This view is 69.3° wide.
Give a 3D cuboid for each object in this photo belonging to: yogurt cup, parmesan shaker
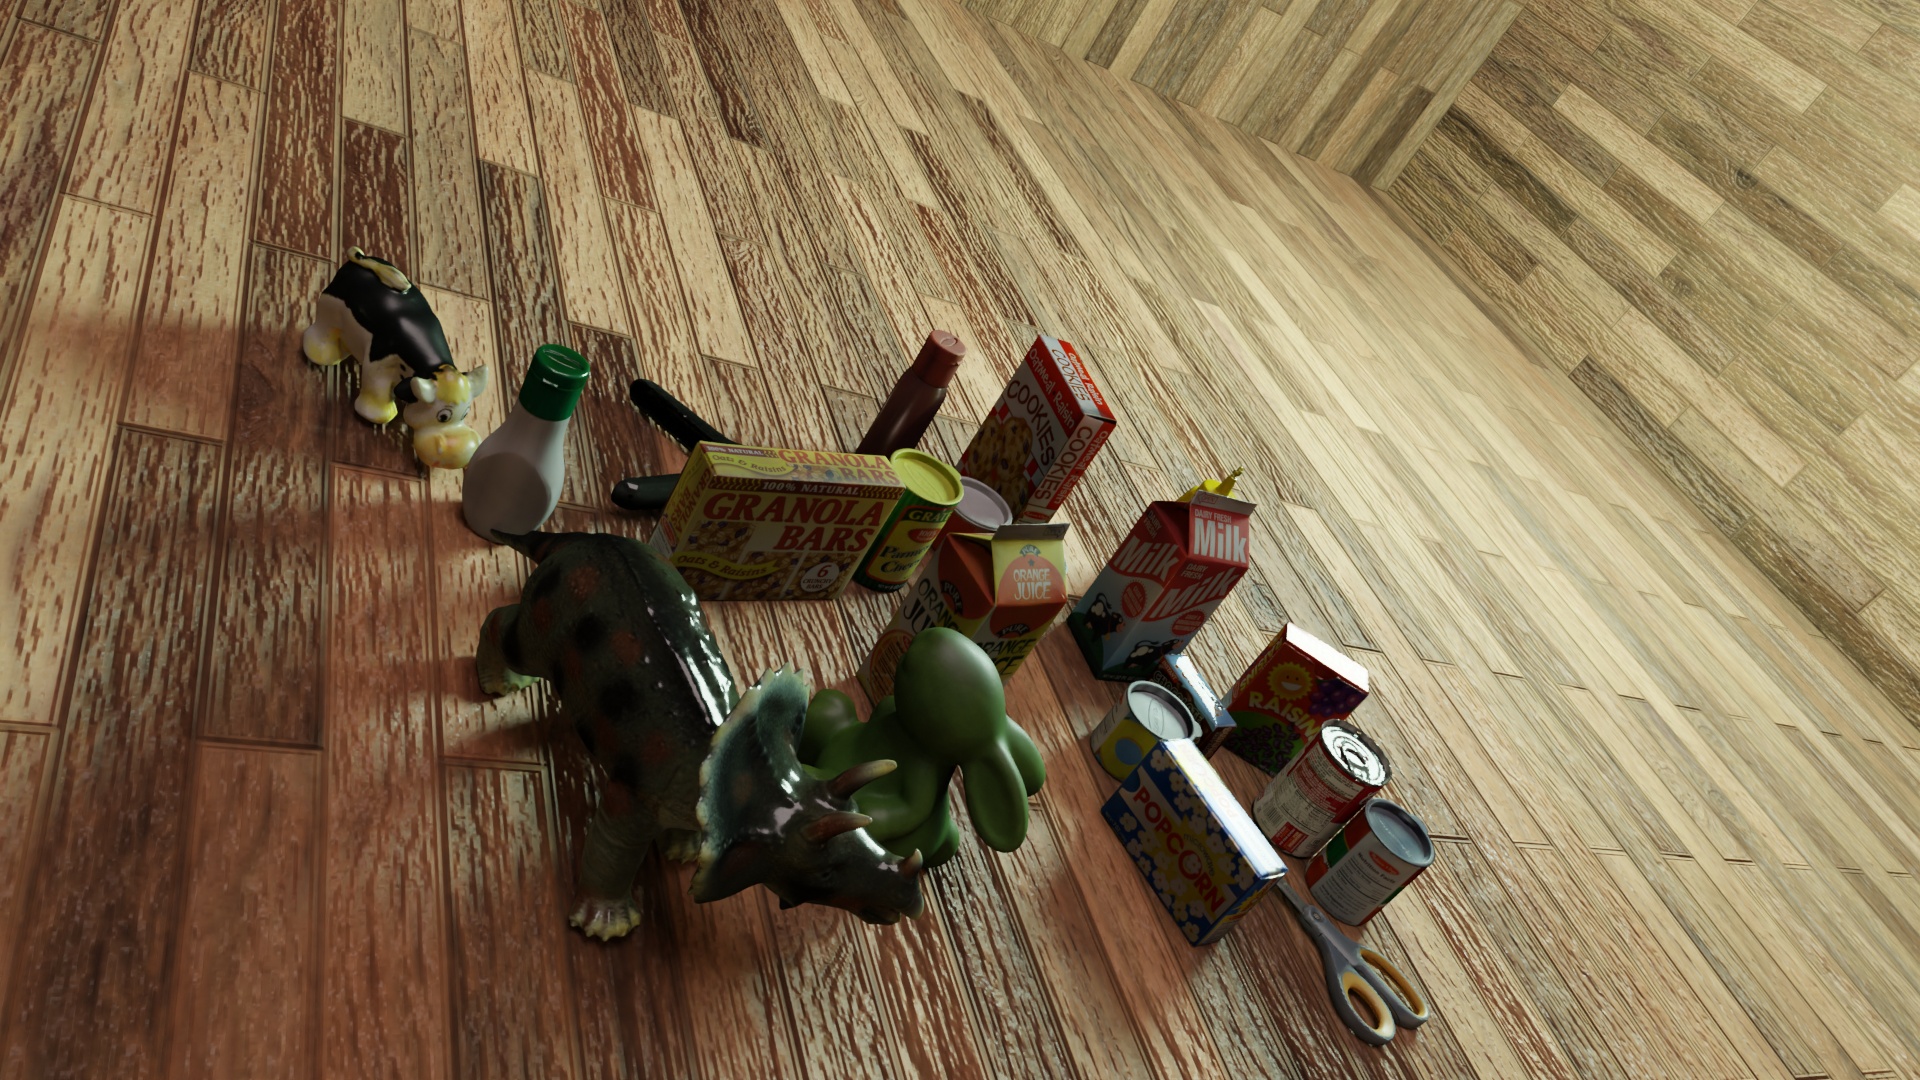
[{"bbox_3d":[0.004,-0.015,1.232,0.072,0.053,0.073,24,32,-16],"label":"yogurt cup"},{"bbox_3d":[-0.049,-0.015,1.137,0.071,0.102,0.072,24,32,-16],"label":"parmesan shaker"}]

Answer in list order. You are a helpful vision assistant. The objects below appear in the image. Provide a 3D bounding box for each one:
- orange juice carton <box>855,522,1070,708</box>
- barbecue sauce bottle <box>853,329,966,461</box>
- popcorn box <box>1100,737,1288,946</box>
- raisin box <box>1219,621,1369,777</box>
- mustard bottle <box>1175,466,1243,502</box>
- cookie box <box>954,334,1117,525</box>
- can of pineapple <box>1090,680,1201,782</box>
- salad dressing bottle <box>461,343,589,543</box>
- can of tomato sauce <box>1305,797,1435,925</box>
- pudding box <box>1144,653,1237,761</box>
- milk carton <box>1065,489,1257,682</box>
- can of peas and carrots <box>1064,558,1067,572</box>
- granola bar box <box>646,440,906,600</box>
[{"bbox_3d":[0.007,0.057,1.000,0.072,0.191,0.073,1,44,-42],"label":"orange juice carton"},{"bbox_3d":[-0.044,-0.119,1.242,0.044,0.147,0.065,40,31,10],"label":"barbecue sauce bottle"},{"bbox_3d":[0.170,0.221,1.023,0.038,0.084,0.127,0,44,-43],"label":"popcorn box"},{"bbox_3d":[0.281,0.141,1.199,0.086,0.122,0.040,33,31,-1],"label":"raisin box"},{"bbox_3d":[0.218,-0.010,1.317,0.065,0.159,0.049,26,32,-13],"label":"mustard bottle"},{"bbox_3d":[0.067,-0.087,1.280,0.040,0.166,0.123,12,37,-32],"label":"cookie box"},{"bbox_3d":[0.148,0.157,1.118,0.071,0.057,0.071,24,32,-16],"label":"can of pineapple"},{"bbox_3d":[-0.292,-0.065,0.940,0.064,0.147,0.044,26,31,-11],"label":"salad dressing bottle"},{"bbox_3d":[0.329,0.258,1.117,0.071,0.082,0.071,24,32,-16],"label":"can of tomato sauce"},{"bbox_3d":[0.193,0.143,1.187,0.030,0.049,0.084,4,42,-40],"label":"pudding box"},{"bbox_3d":[0.177,0.033,1.190,0.072,0.189,0.074,10,38,-34],"label":"milk carton"},{"bbox_3d":[0.052,0.032,1.205,0.071,0.058,0.071,24,32,-16],"label":"can of peas and carrots"},{"bbox_3d":[-0.140,-0.011,1.028,0.166,0.123,0.039,2,43,-41],"label":"granola bar box"}]
